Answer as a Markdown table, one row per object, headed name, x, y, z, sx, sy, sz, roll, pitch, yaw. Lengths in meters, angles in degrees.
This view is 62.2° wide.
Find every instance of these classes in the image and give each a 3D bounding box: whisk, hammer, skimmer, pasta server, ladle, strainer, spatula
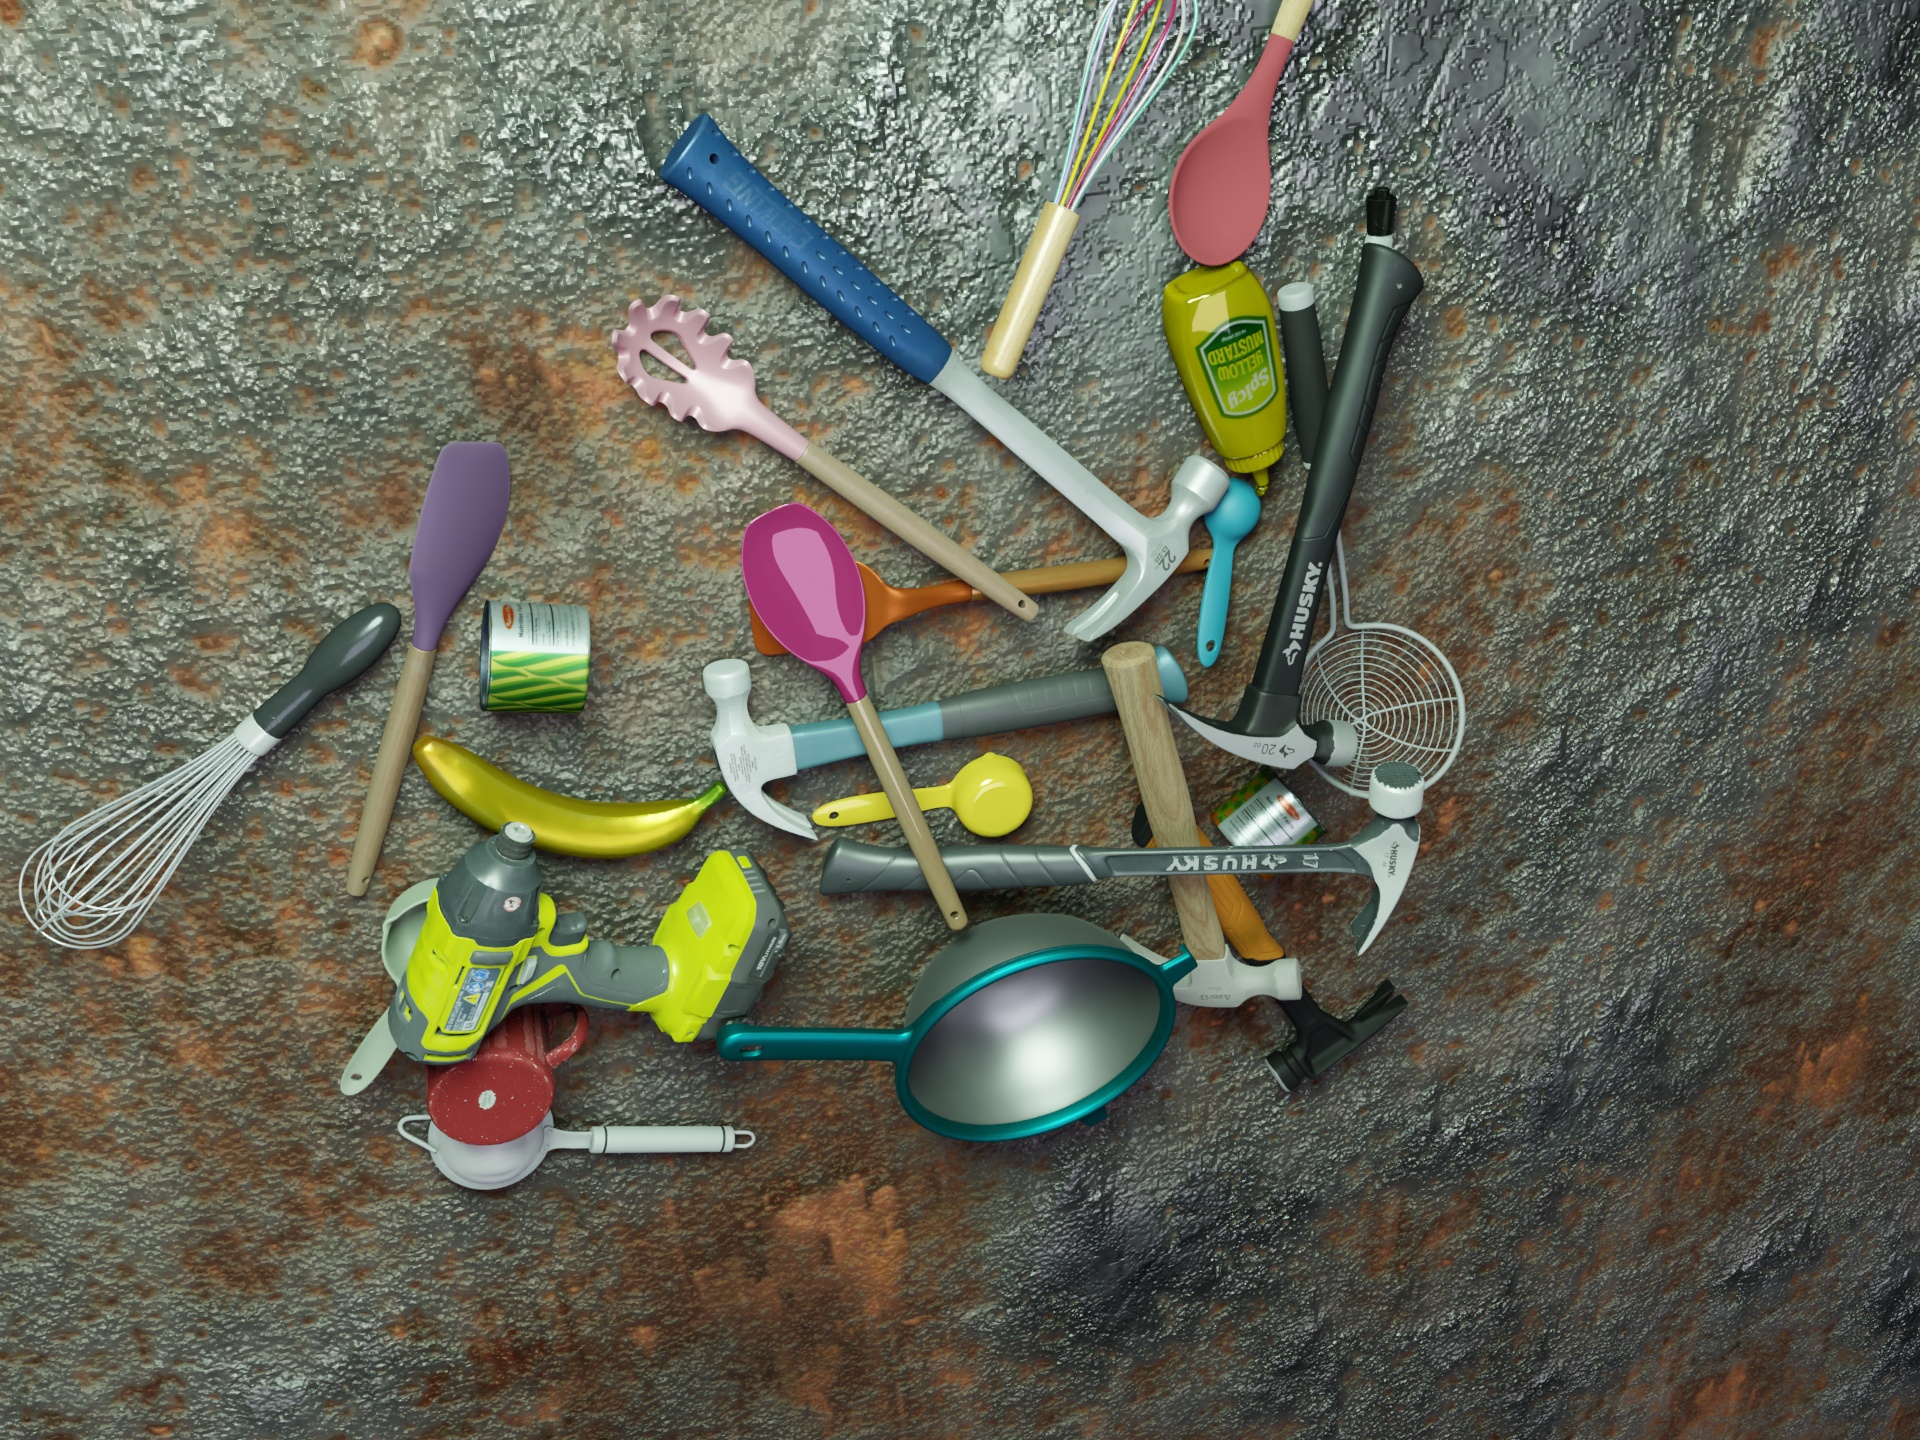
| name | x | y | z | sx | sy | sz | roll | pitch | yaw |
| --- | --- | --- | --- | --- | --- | --- | --- | --- | --- |
| whisk | -0.434 | 0.030 | 0.930 | 0.284 | 0.070 | 0.070 | -41 | 123 | 1 |
| hammer | 0.151 | 0.084 | 1.129 | 0.130 | 0.031 | 0.331 | -7 | 126 | 19 |
| skimmer | 0.265 | -0.112 | 1.069 | 0.127 | 0.090 | 0.363 | -21 | 123 | -6 |
| pasta server | -0.071 | -0.145 | 0.948 | 0.316 | 0.040 | 0.060 | 33 | 89 | -25 |
| ladle | 0.195 | -0.417 | 0.910 | 0.069 | 0.031 | 0.315 | 11 | 112 | -27 |
| strainer | -0.014 | 0.204 | 1.141 | 0.340 | 0.095 | 0.211 | 5 | 128 | -24 |
| strainer | -0.270 | 0.303 | 1.152 | 0.258 | 0.050 | 0.087 | 7 | 101 | -26 |
| hammer | -0.002 | -0.003 | 1.069 | 0.331 | 0.033 | 0.128 | -11 | 115 | -15 |
| hammer | -0.008 | -0.199 | 0.944 | 0.405 | 0.035 | 0.144 | 35 | 87 | -29 |
| spatula | -0.325 | -0.023 | 0.951 | 0.059 | 0.018 | 0.315 | -12 | 132 | -54 |
| whisk | 0.069 | -0.310 | 0.901 | 0.051 | 0.047 | 0.245 | 20 | 103 | -17 |
| hammer | 0.106 | 0.101 | 1.096 | 0.409 | 0.036 | 0.149 | -2 | 124 | 3 |
| hammer | 0.235 | 0.166 | 1.252 | 0.127 | 0.034 | 0.336 | -37 | 124 | 4 |
| spatula | 0.024 | -0.092 | 1.039 | 0.322 | 0.041 | 0.081 | -9 | 120 | -19 |
| hammer | 0.225 | -0.132 | 1.013 | 0.146 | 0.035 | 0.334 | 5 | 106 | -23 |

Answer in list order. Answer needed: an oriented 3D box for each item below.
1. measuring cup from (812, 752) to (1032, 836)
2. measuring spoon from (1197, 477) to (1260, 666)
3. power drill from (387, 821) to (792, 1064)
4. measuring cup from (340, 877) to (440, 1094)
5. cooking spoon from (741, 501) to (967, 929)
| name | x | y | z | sx | sy | sz | roll | pitch | yaw |
| --- | --- | --- | --- | --- | --- | --- | --- | --- | --- |
| measuring cup | -0.024 | 0.062 | 1.104 | 0.156 | 0.029 | 0.062 | -8 | 121 | -15 |
| measuring spoon | 0.179 | -0.098 | 1.068 | 0.042 | 0.021 | 0.128 | 3 | 100 | -26 |
| power drill | -0.229 | 0.139 | 1.009 | 0.223 | 0.080 | 0.171 | 7 | 123 | -39 |
| measuring cup | -0.361 | 0.173 | 1.041 | 0.083 | 0.038 | 0.167 | 29 | 104 | -28 |
| cooking spoon | -0.058 | 0.007 | 1.023 | 0.069 | 0.017 | 0.318 | -26 | 114 | -7 |
